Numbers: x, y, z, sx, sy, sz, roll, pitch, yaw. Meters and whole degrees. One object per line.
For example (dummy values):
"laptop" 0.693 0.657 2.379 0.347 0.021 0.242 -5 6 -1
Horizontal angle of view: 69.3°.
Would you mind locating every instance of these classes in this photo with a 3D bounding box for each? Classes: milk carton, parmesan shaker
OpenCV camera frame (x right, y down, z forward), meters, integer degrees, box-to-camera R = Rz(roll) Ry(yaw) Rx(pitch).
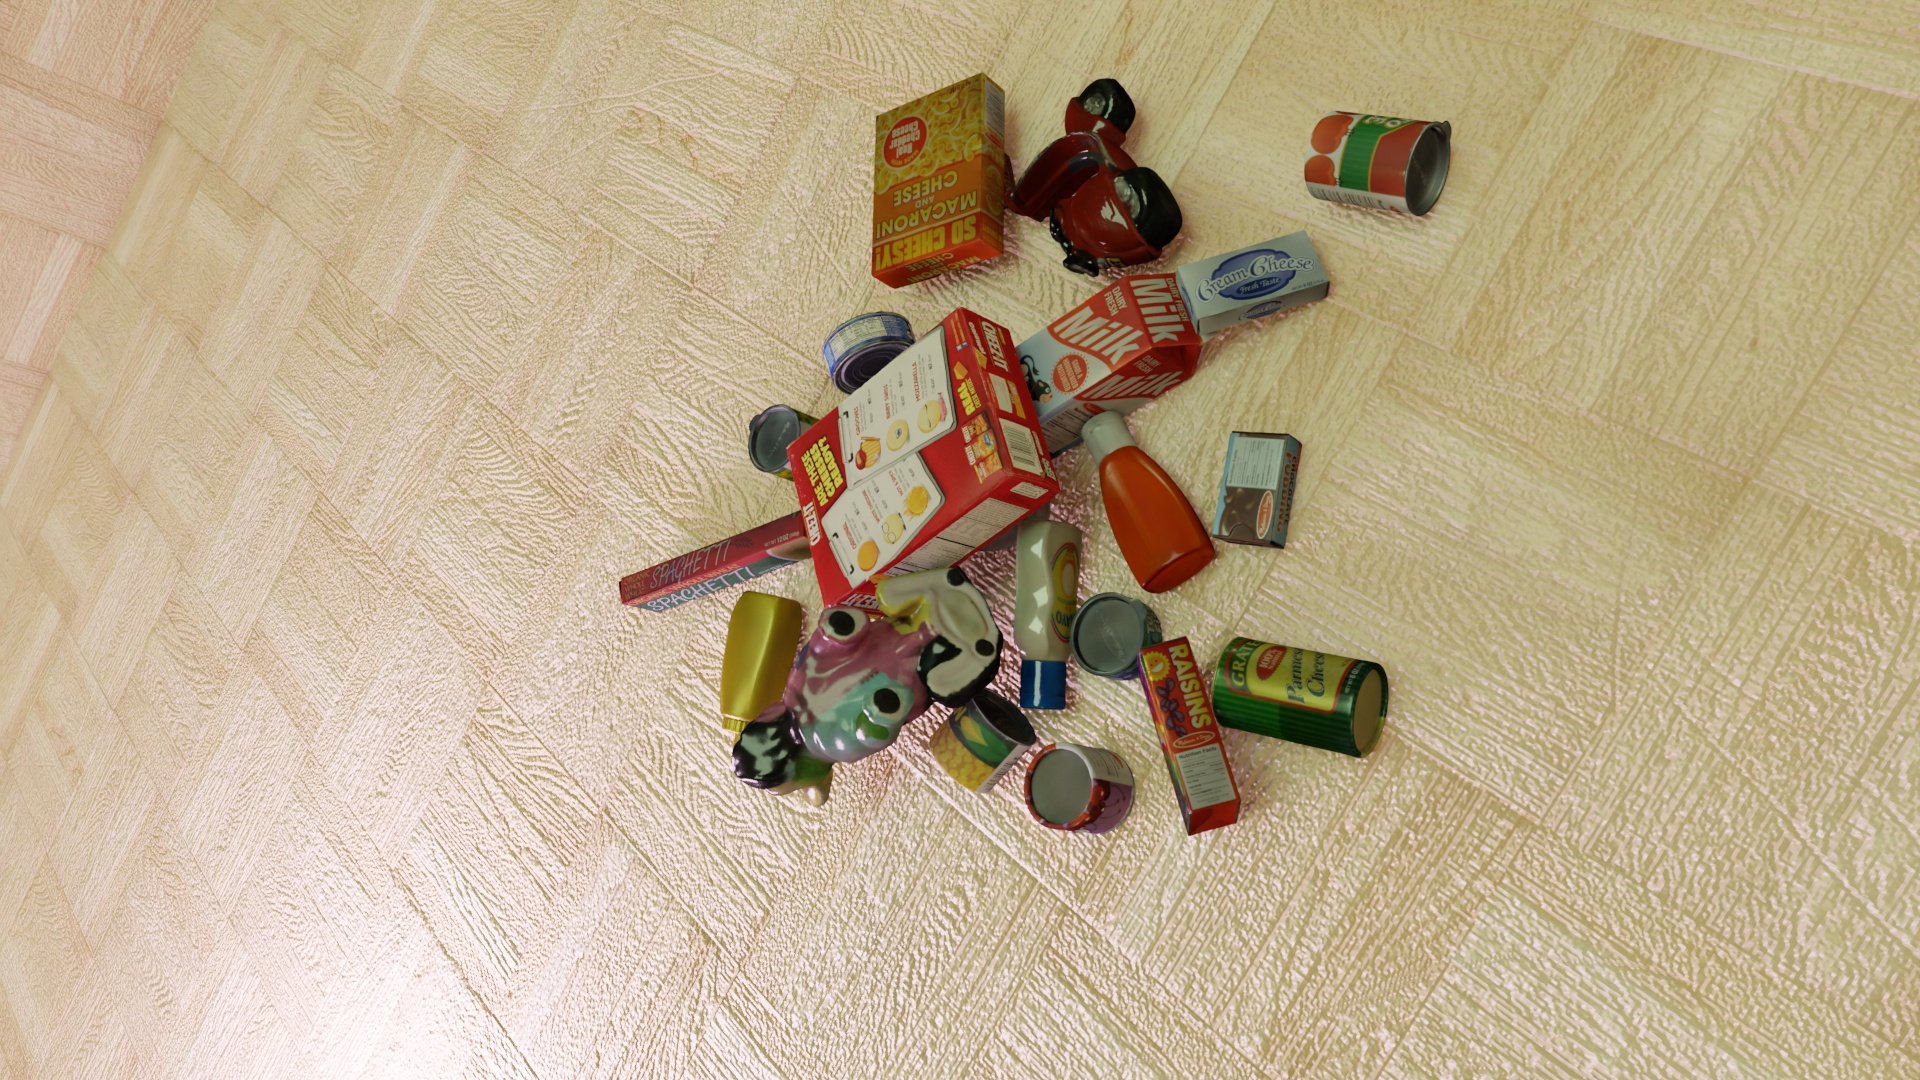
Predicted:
"milk carton" 0.114 -0.144 1.116 0.190 0.073 0.072 -30 62 27
"parmesan shaker" 0.237 0.106 0.966 0.103 0.071 0.071 8 83 37

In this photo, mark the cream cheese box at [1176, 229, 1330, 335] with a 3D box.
"cream cheese box" 0.221 -0.196 1.055 0.104 0.024 0.053 -17 63 0

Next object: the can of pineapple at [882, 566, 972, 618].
"can of pineapple" -0.026 0.055 1.169 0.057 0.071 0.071 -35 60 26

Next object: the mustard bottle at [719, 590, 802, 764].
"mustard bottle" -0.191 0.128 1.283 0.065 0.049 0.160 9 84 37

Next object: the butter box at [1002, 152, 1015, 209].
"butter box" 0.002 -0.313 1.274 0.103 0.024 0.053 -21 65 30

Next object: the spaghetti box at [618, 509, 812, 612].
"spaghetti box" -0.228 0.023 1.338 0.249 0.050 0.029 -19 67 32

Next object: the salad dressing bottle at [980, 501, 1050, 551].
"salad dressing bottle" 0.004 -0.015 1.180 0.147 0.044 0.064 -18 53 33

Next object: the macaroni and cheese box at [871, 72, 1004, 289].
"macaroni and cheese box" -0.019 -0.321 1.250 0.123 0.040 0.167 -11 70 34

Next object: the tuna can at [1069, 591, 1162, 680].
"tuna can" 0.123 0.073 1.077 0.071 0.033 0.071 -10 72 34

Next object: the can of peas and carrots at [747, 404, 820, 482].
"can of peas and carrots" -0.158 -0.090 1.311 0.071 0.059 0.071 -11 71 34

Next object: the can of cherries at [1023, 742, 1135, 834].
"can of cherries" 0.089 0.191 1.055 0.071 0.058 0.071 -10 72 34

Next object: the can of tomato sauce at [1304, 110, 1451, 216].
"can of tomato sauce" 0.305 -0.279 1.016 0.083 0.071 0.071 22 92 39

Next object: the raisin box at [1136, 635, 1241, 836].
"raisin box" 0.162 0.141 0.995 0.040 0.086 0.124 -16 66 3

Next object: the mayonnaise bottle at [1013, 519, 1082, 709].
"mayonnaise bottle" 0.069 0.060 1.105 0.041 0.065 0.148 -3 80 33

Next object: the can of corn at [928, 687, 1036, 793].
"can of corn" 0.015 0.158 1.112 0.058 0.071 0.071 -50 55 16

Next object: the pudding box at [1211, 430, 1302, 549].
"pudding box" 0.221 -0.038 1.037 0.049 0.030 0.084 6 82 36

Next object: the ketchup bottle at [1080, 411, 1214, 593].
"ketchup bottle" 0.140 -0.035 1.087 0.064 0.043 0.149 -37 59 22
